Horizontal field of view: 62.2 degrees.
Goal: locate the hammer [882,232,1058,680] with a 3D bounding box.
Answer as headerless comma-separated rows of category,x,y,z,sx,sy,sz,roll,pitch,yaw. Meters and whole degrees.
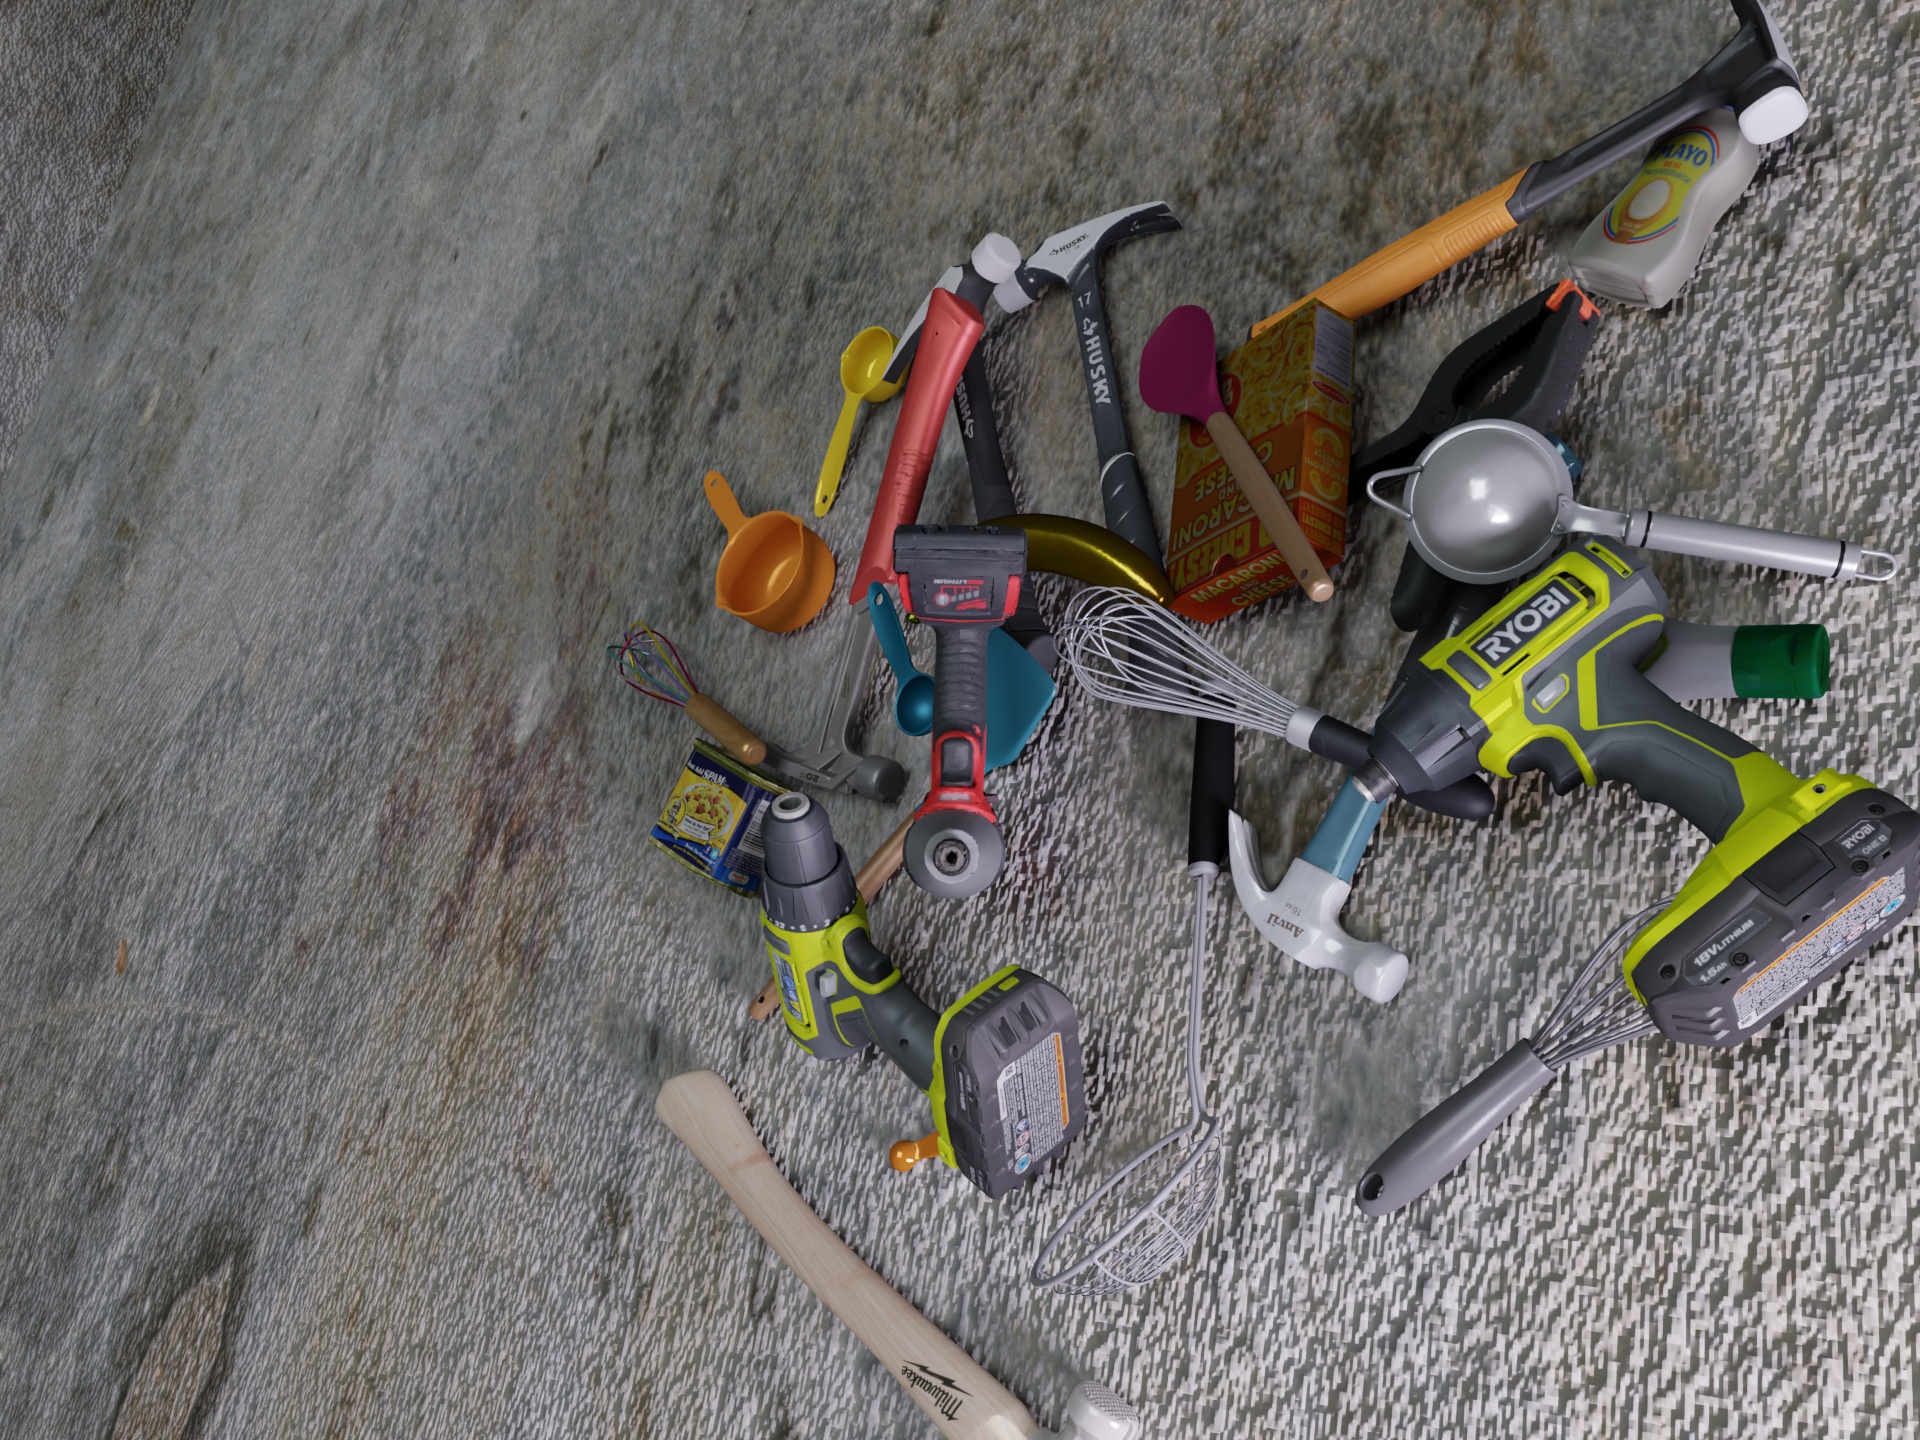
hammer,0.016,-0.173,1.128,0.146,0.035,0.335,-38,54,45

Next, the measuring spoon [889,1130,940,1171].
measuring spoon,0.002,0.250,0.970,0.117,0.011,0.021,-27,55,25

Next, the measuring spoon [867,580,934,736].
measuring spoon,-0.036,-0.043,1.071,0.042,0.021,0.129,-41,53,29

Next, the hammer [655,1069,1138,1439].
hammer,-0.075,0.349,0.967,0.411,0.038,0.146,31,91,42

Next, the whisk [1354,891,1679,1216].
whisk,0.284,0.167,0.776,0.239,0.055,0.055,-46,49,16

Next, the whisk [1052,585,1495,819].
whisk,0.168,-0.006,0.894,0.285,0.070,0.070,27,87,35

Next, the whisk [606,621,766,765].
whisk,-0.210,-0.022,1.214,0.245,0.051,0.047,34,98,50

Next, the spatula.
spatula,-0.048,0.080,1.069,0.317,0.044,0.082,-50,53,8

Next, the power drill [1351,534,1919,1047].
power drill,0.303,0.033,0.736,0.171,0.080,0.223,-40,49,5

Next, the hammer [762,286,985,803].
hammer,-0.058,-0.128,1.133,0.149,0.036,0.359,17,93,40

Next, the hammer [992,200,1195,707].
hammer,0.109,-0.186,1.082,0.149,0.036,0.409,-23,57,26

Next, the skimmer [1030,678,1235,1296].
skimmer,0.106,0.136,0.893,0.127,0.090,0.364,127,154,-63

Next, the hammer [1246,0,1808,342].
hammer,0.317,-0.308,0.951,0.337,0.034,0.127,-26,44,36

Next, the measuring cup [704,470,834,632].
measuring cup,-0.156,-0.138,1.250,0.095,0.052,0.174,-44,48,12

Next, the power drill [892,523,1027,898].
power drill,-0.002,-0.003,0.954,0.078,0.143,0.220,1,90,2

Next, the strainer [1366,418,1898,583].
strainer,0.337,-0.101,0.811,0.258,0.050,0.087,12,99,15

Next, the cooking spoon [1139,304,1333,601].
cooking spoon,0.162,-0.165,0.951,0.068,0.017,0.319,-50,32,26

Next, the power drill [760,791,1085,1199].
power drill,-0.037,0.156,0.935,0.080,0.190,0.229,-31,41,-30

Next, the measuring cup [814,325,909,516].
measuring cup,-0.081,-0.233,1.261,0.062,0.029,0.156,21,95,43

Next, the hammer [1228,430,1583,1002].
hammer,0.258,-0.016,0.888,0.128,0.033,0.331,26,86,41
